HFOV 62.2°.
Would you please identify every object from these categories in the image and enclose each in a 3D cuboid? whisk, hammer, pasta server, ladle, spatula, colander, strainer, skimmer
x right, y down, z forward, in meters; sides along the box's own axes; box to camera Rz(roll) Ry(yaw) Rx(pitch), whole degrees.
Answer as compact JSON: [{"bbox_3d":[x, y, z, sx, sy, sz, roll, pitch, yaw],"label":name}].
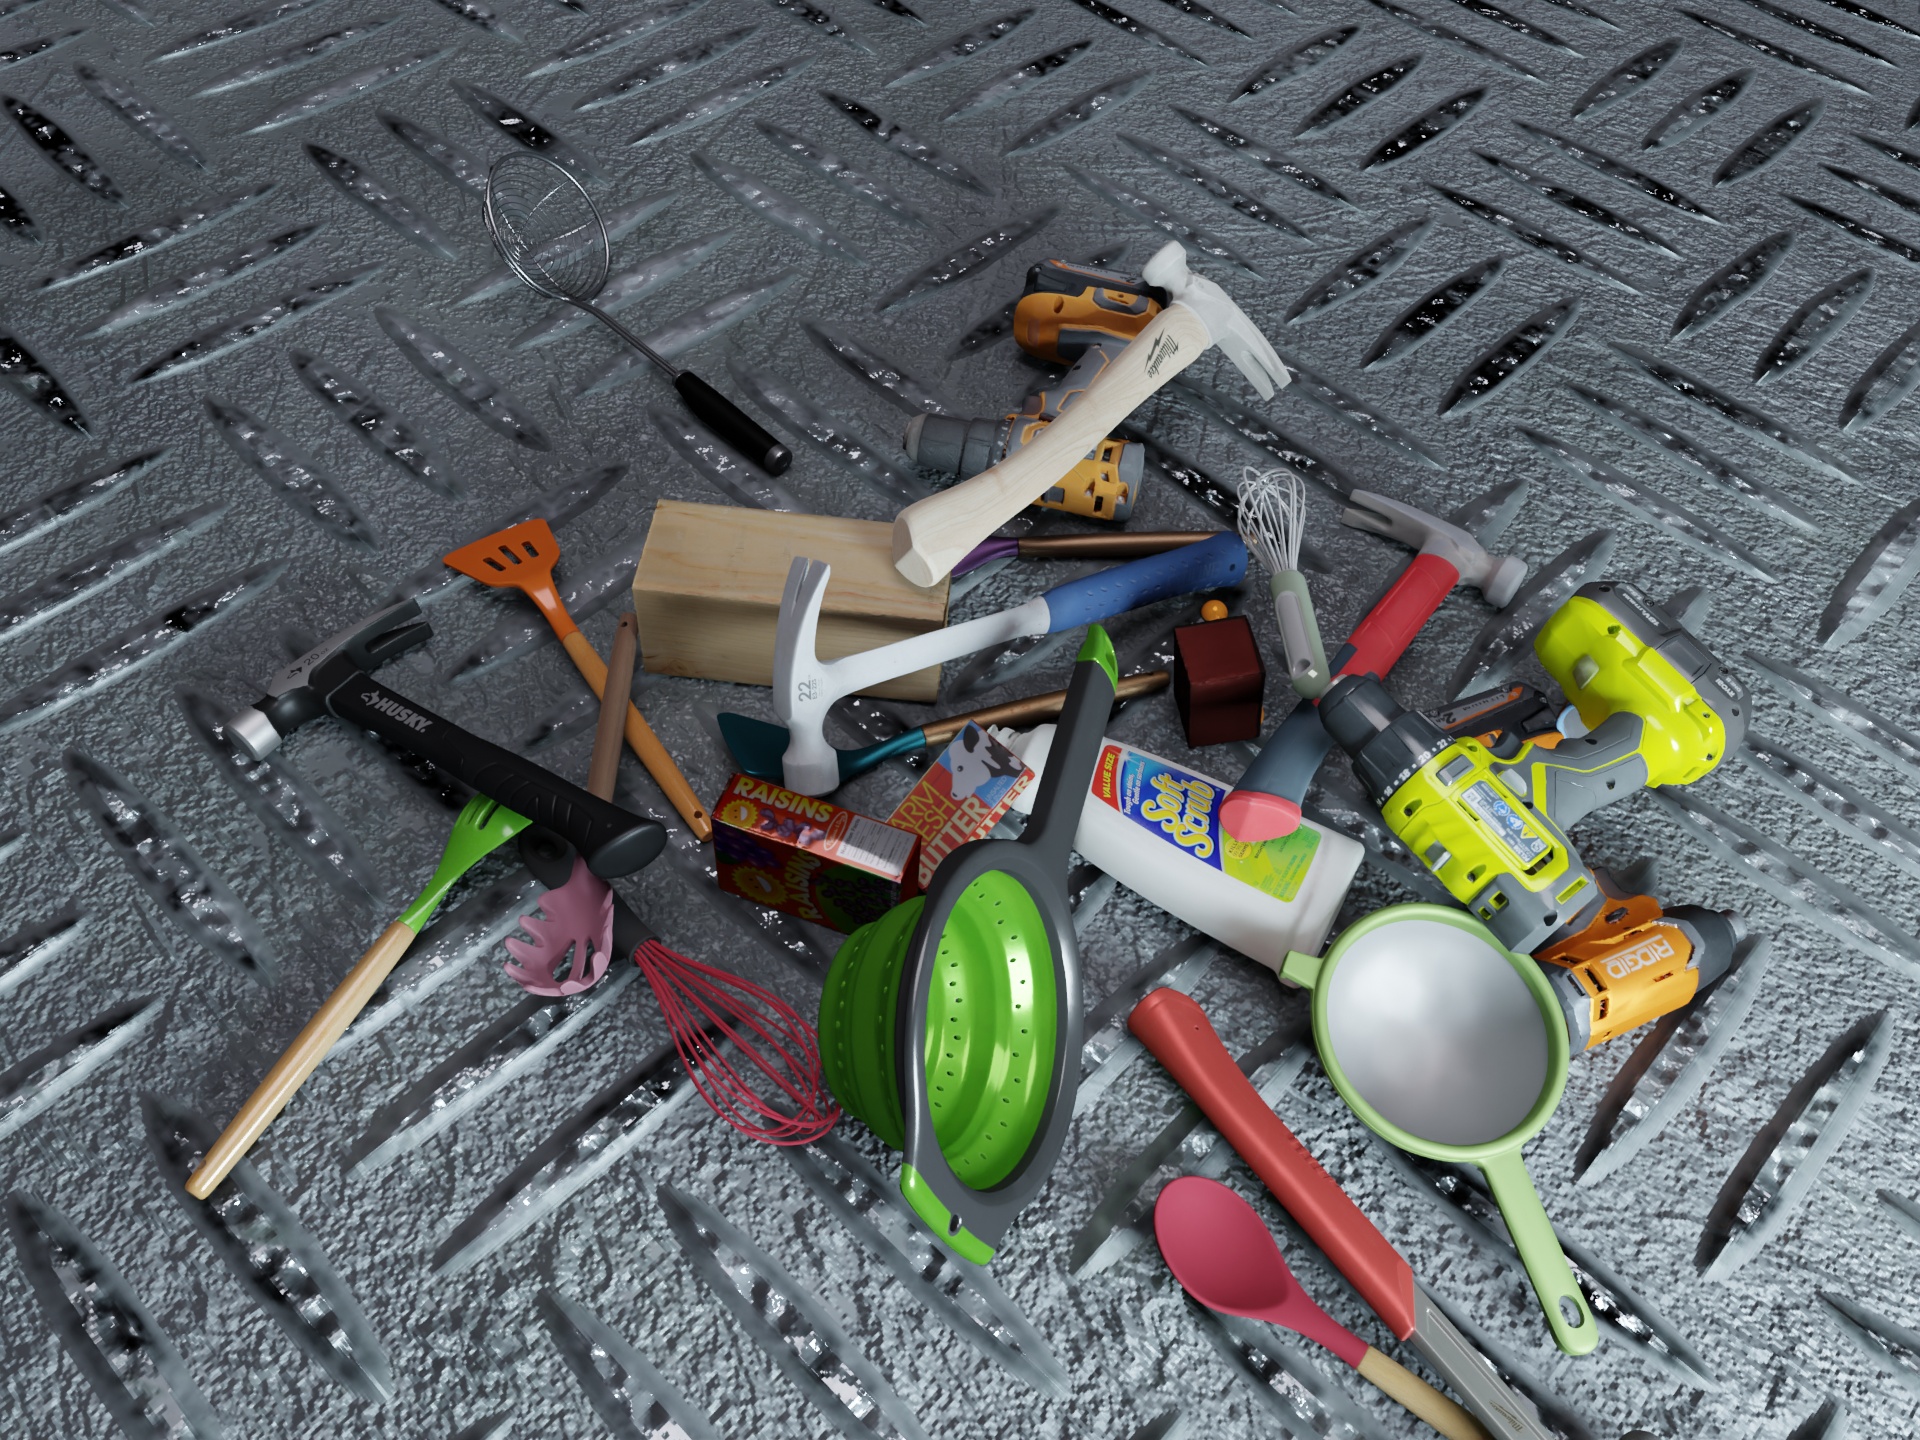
[{"bbox_3d":[-0.175,0.148,0.942,0.073,0.073,0.296,-36,56,-27],"label":"whisk"},{"bbox_3d":[0.260,-0.044,1.090,0.143,0.038,0.386,30,45,19],"label":"hammer"},{"bbox_3d":[-0.227,0.041,0.988,0.060,0.040,0.317,-7,47,6],"label":"pasta server"},{"bbox_3d":[0.234,0.348,0.833,0.315,0.031,0.069,32,46,17],"label":"ladle"},{"bbox_3d":[0.096,-0.208,1.153,0.146,0.038,0.411,47,54,-3],"label":"hammer"},{"bbox_3d":[0.068,-0.129,1.195,0.316,0.018,0.060,-3,55,-6],"label":"spatula"},{"bbox_3d":[0.206,0.285,0.849,0.149,0.036,0.359,-10,46,-41],"label":"hammer"},{"bbox_3d":[0.009,0.103,0.923,0.094,0.204,0.397,-3,51,29],"label":"colander"},{"bbox_3d":[0.047,-0.074,1.062,0.405,0.144,0.035,-19,26,-36],"label":"hammer"},{"bbox_3d":[-0.002,-0.003,1.077,0.317,0.044,0.082,-13,32,-16],"label":"spatula"},{"bbox_3d":[0.286,0.233,0.910,0.151,0.069,0.257,-14,67,-14],"label":"strainer"},{"bbox_3d":[-0.307,0.017,0.992,0.335,0.035,0.146,22,54,32],"label":"hammer"},{"bbox_3d":[-0.253,-0.332,1.283,0.363,0.090,0.127,41,28,22],"label":"skimmer"},{"bbox_3d":[0.223,-0.099,1.092,0.059,0.058,0.247,38,31,-28],"label":"whisk"},{"bbox_3d":[-0.255,-0.034,1.097,0.081,0.041,0.323,-28,63,-23],"label":"spatula"}]

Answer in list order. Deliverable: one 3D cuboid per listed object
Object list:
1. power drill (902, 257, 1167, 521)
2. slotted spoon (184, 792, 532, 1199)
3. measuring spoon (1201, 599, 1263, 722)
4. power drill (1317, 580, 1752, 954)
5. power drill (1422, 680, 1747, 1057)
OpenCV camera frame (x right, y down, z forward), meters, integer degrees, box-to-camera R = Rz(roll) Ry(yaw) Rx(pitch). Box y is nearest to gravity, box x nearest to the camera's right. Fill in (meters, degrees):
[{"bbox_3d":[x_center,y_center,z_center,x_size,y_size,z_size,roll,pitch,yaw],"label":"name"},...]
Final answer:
[{"bbox_3d":[0.065,-0.264,1.264,0.185,0.084,0.226,12,57,5],"label":"power drill"},{"bbox_3d":[-0.345,0.143,0.943,0.070,0.031,0.314,0,46,42],"label":"slotted spoon"},{"bbox_3d":[0.196,-0.044,1.142,0.021,0.011,0.117,-6,53,-9],"label":"measuring spoon"},{"bbox_3d":[0.346,0.010,0.967,0.228,0.080,0.191,-31,69,-24],"label":"power drill"},{"bbox_3d":[0.382,0.088,1.014,0.164,0.084,0.227,-17,59,-19],"label":"power drill"}]
